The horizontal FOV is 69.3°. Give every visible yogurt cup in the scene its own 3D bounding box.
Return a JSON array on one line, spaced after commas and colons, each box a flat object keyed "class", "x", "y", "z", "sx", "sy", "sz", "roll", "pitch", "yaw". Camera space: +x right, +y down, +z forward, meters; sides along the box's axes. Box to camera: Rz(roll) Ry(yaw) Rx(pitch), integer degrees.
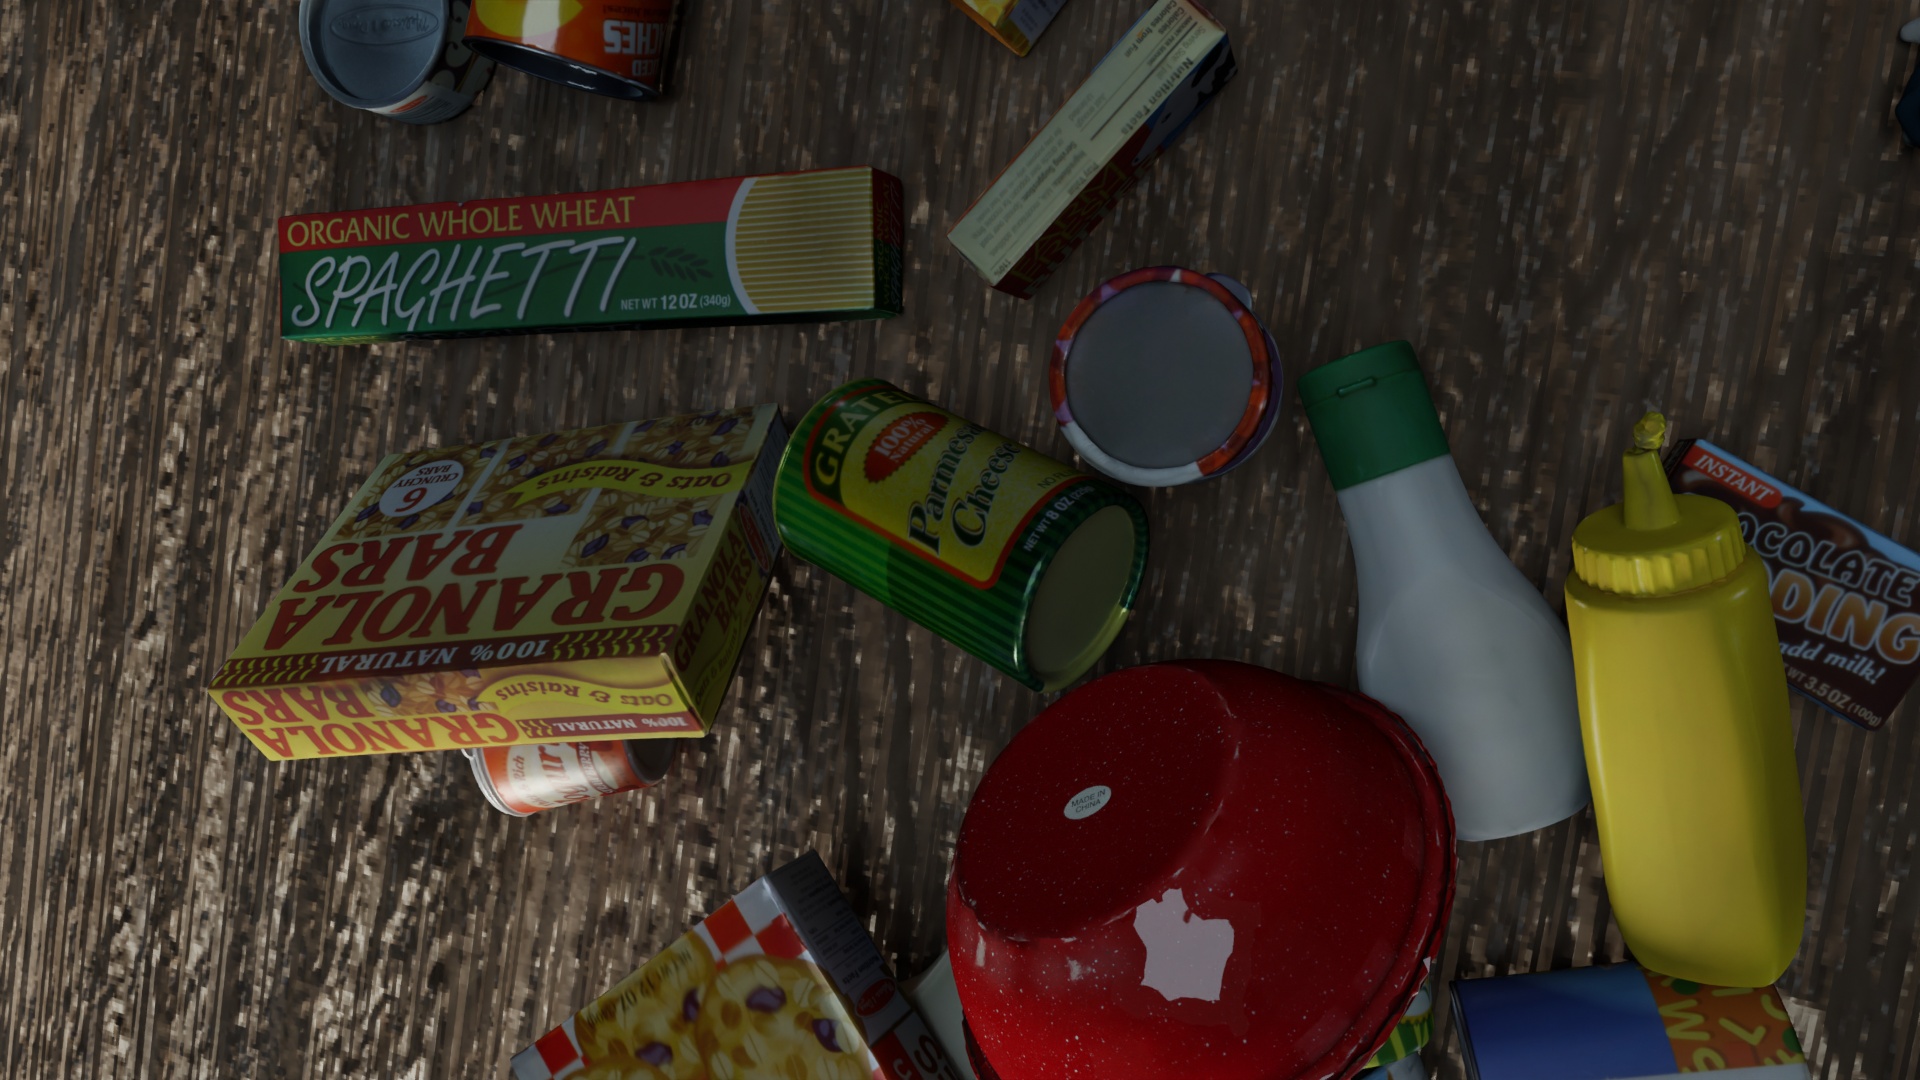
[{"class": "yogurt cup", "x": -0.137, "y": 0.063, "z": 0.500, "sx": 0.054, "sy": 0.072, "sz": 0.072, "roll": -6, "pitch": 91, "yaw": 10}]

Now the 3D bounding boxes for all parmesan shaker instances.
[{"class": "parmesan shaker", "x": 0.002, "y": -0.006, "z": 0.439, "sx": 0.103, "sy": 0.071, "sz": 0.071, "roll": 27, "pitch": 101, "yaw": 33}]

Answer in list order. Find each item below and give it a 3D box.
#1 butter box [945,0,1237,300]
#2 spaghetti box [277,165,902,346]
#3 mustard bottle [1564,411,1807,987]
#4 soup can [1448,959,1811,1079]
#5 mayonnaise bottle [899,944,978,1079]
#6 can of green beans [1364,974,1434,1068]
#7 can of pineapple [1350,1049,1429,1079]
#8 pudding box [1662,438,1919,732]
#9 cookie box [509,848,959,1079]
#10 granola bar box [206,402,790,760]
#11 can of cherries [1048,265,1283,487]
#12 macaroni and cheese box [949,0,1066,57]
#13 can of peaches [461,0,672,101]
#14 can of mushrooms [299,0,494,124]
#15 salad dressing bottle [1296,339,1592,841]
[{"class": "butter box", "x": 0.042, "y": -0.123, "z": 0.442, "sx": 0.024, "sy": 0.053, "sz": 0.103, "roll": 46, "pitch": 105, "yaw": 7}, {"class": "spaghetti box", "x": -0.143, "y": -0.102, "z": 0.512, "sx": 0.250, "sy": 0.029, "sz": 0.050, "roll": 0, "pitch": 92, "yaw": 17}, {"class": "mustard bottle", "x": 0.193, "y": 0.039, "z": 0.372, "sx": 0.049, "sy": 0.065, "sz": 0.159, "roll": -4, "pitch": 111, "yaw": 37}, {"class": "soup can", "x": 0.191, "y": 0.155, "z": 0.401, "sx": 0.084, "sy": 0.071, "sz": 0.071, "roll": -12, "pitch": 89, "yaw": 13}, {"class": "mayonnaise bottle", "x": -0.010, "y": 0.177, "z": 0.478, "sx": 0.148, "sy": 0.041, "sz": 0.065, "roll": -38, "pitch": 80, "yaw": 17}, {"class": "can of green beans", "x": 0.109, "y": 0.121, "z": 0.425, "sx": 0.071, "sy": 0.071, "sz": 0.057, "roll": -5, "pitch": 92, "yaw": 17}, {"class": "can of pineapple", "x": 0.116, "y": 0.188, "z": 0.425, "sx": 0.071, "sy": 0.071, "sz": 0.058, "roll": -23, "pitch": 85, "yaw": 17}, {"class": "pudding box", "x": 0.235, "y": 0.011, "z": 0.400, "sx": 0.084, "sy": 0.030, "sz": 0.049, "roll": 33, "pitch": 101, "yaw": 13}, {"class": "cookie box", "x": -0.053, "y": 0.206, "z": 0.450, "sx": 0.122, "sy": 0.040, "sz": 0.167, "roll": -38, "pitch": 79, "yaw": 17}, {"class": "granola bar box", "x": -0.146, "y": 0.013, "z": 0.472, "sx": 0.165, "sy": 0.125, "sz": 0.039, "roll": -6, "pitch": 129, "yaw": 17}, {"class": "can of cherries", "x": 0.066, "y": -0.053, "z": 0.434, "sx": 0.071, "sy": 0.058, "sz": 0.071, "roll": 1, "pitch": 93, "yaw": 17}, {"class": "macaroni and cheese box", "x": 0.023, "y": -0.264, "z": 0.448, "sx": 0.124, "sy": 0.040, "sz": 0.166, "roll": 42, "pitch": 103, "yaw": 10}, {"class": "can of peaches", "x": -0.132, "y": -0.192, "z": 0.486, "sx": 0.071, "sy": 0.071, "sz": 0.058, "roll": 16, "pitch": 96, "yaw": 16}, {"class": "can of mushrooms", "x": -0.212, "y": -0.196, "z": 0.527, "sx": 0.071, "sy": 0.033, "sz": 0.071, "roll": 1, "pitch": 93, "yaw": 18}, {"class": "salad dressing bottle", "x": 0.144, "y": 0.014, "z": 0.422, "sx": 0.064, "sy": 0.044, "sz": 0.147, "roll": -20, "pitch": 85, "yaw": 21}]
